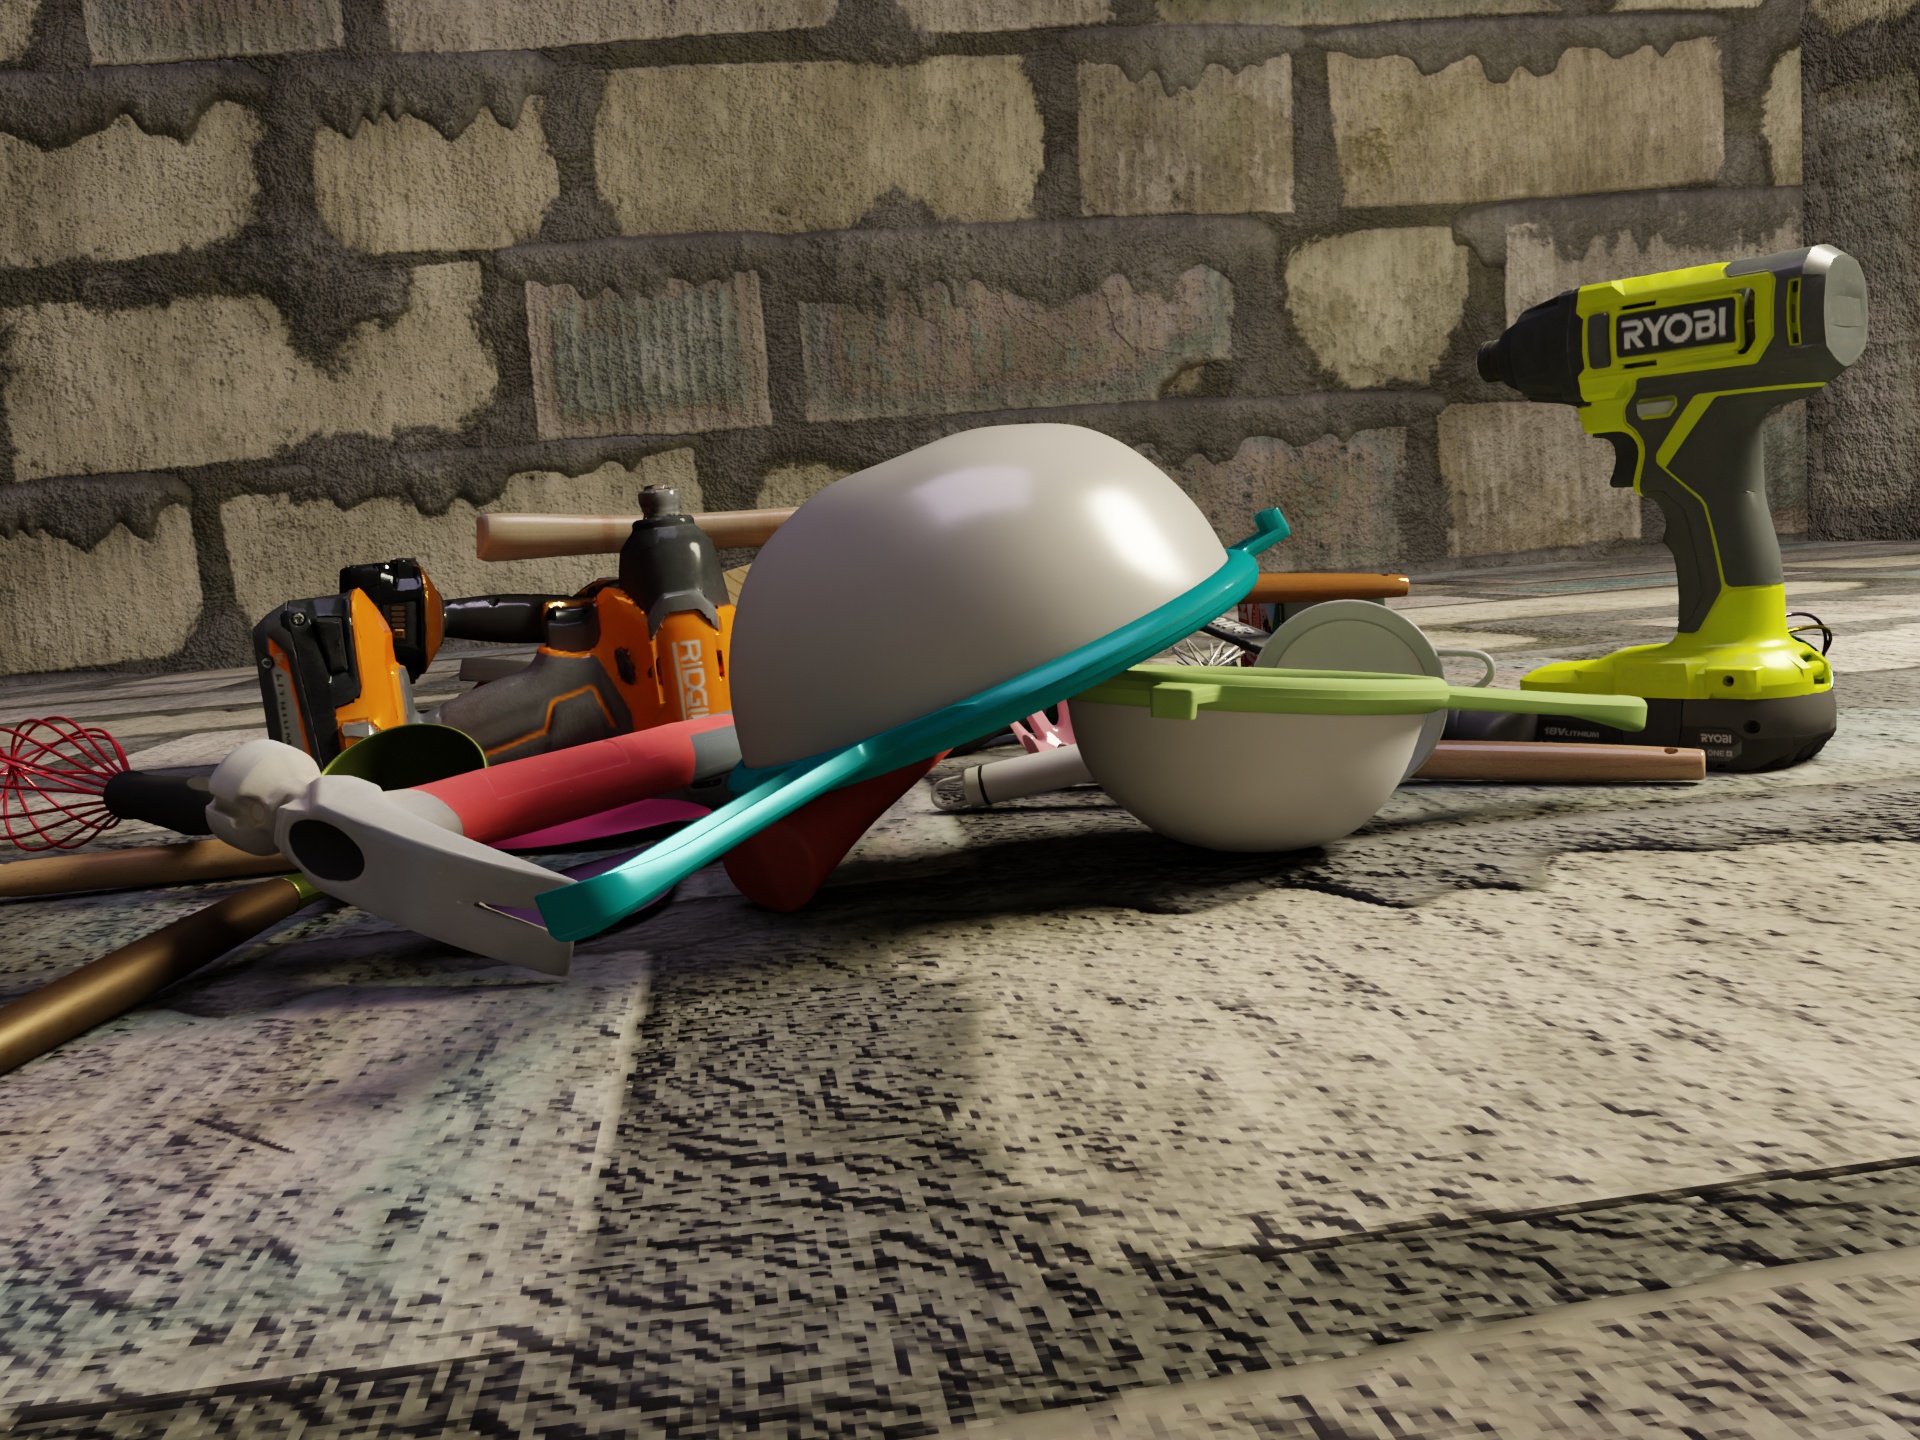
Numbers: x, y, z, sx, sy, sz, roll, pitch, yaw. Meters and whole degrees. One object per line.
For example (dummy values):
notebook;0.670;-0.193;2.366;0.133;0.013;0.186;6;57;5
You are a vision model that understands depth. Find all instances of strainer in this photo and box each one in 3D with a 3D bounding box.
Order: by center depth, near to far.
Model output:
strainer;-0.035;-0.034;0.533;0.211;0.095;0.340;-18;8;33
strainer;0.156;0.016;0.621;0.256;0.069;0.151;2;3;-17
strainer;0.108;0.006;0.721;0.258;0.087;0.050;-13;-4;13

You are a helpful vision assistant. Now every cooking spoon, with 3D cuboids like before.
cooking spoon;-0.273;0.056;0.721;0.319;0.017;0.069;-6;4;-12

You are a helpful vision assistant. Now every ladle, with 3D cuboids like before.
ladle;-0.250;0.056;0.549;0.078;0.062;0.320;0;10;6

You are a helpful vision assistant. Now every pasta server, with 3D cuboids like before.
pasta server;0.173;0.011;0.743;0.316;0.040;0.060;1;33;26

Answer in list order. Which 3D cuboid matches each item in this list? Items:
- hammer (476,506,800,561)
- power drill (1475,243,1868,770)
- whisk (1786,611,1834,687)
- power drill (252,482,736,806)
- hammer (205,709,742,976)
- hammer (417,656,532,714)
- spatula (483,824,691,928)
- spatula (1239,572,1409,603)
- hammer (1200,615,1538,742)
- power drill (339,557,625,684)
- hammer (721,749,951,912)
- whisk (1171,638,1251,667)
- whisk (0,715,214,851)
hammer;-0.135;-0.132;1.107;0.410;0.038;0.146;-1;-3;9
power drill;0.325;-0.095;0.746;0.080;0.223;0.171;-9;8;-40
whisk;0.378;-0.015;0.863;0.245;0.051;0.047;-11;-13;-19
power drill;-0.221;-0.027;0.790;0.226;0.164;0.084;-8;6;-14
hammer;-0.108;0.019;0.671;0.143;0.038;0.386;18;15;21
hammer;-0.312;0.004;0.977;0.331;0.033;0.128;-8;-15;40
spatula;-0.104;0.049;0.673;0.060;0.018;0.316;3;10;20
spatula;0.103;-0.067;0.931;0.322;0.041;0.081;-2;15;-4
hammer;0.181;-0.041;0.917;0.149;0.036;0.409;-10;18;-19
power drill;-0.302;-0.069;1.096;0.226;0.084;0.185;-2;6;-25
hammer;-0.001;-0.002;0.708;0.149;0.036;0.359;-21;8;23
whisk;0.178;-0.034;1.112;0.059;0.058;0.246;39;9;7
whisk;-0.407;0.035;0.763;0.296;0.073;0.073;2;9;42
